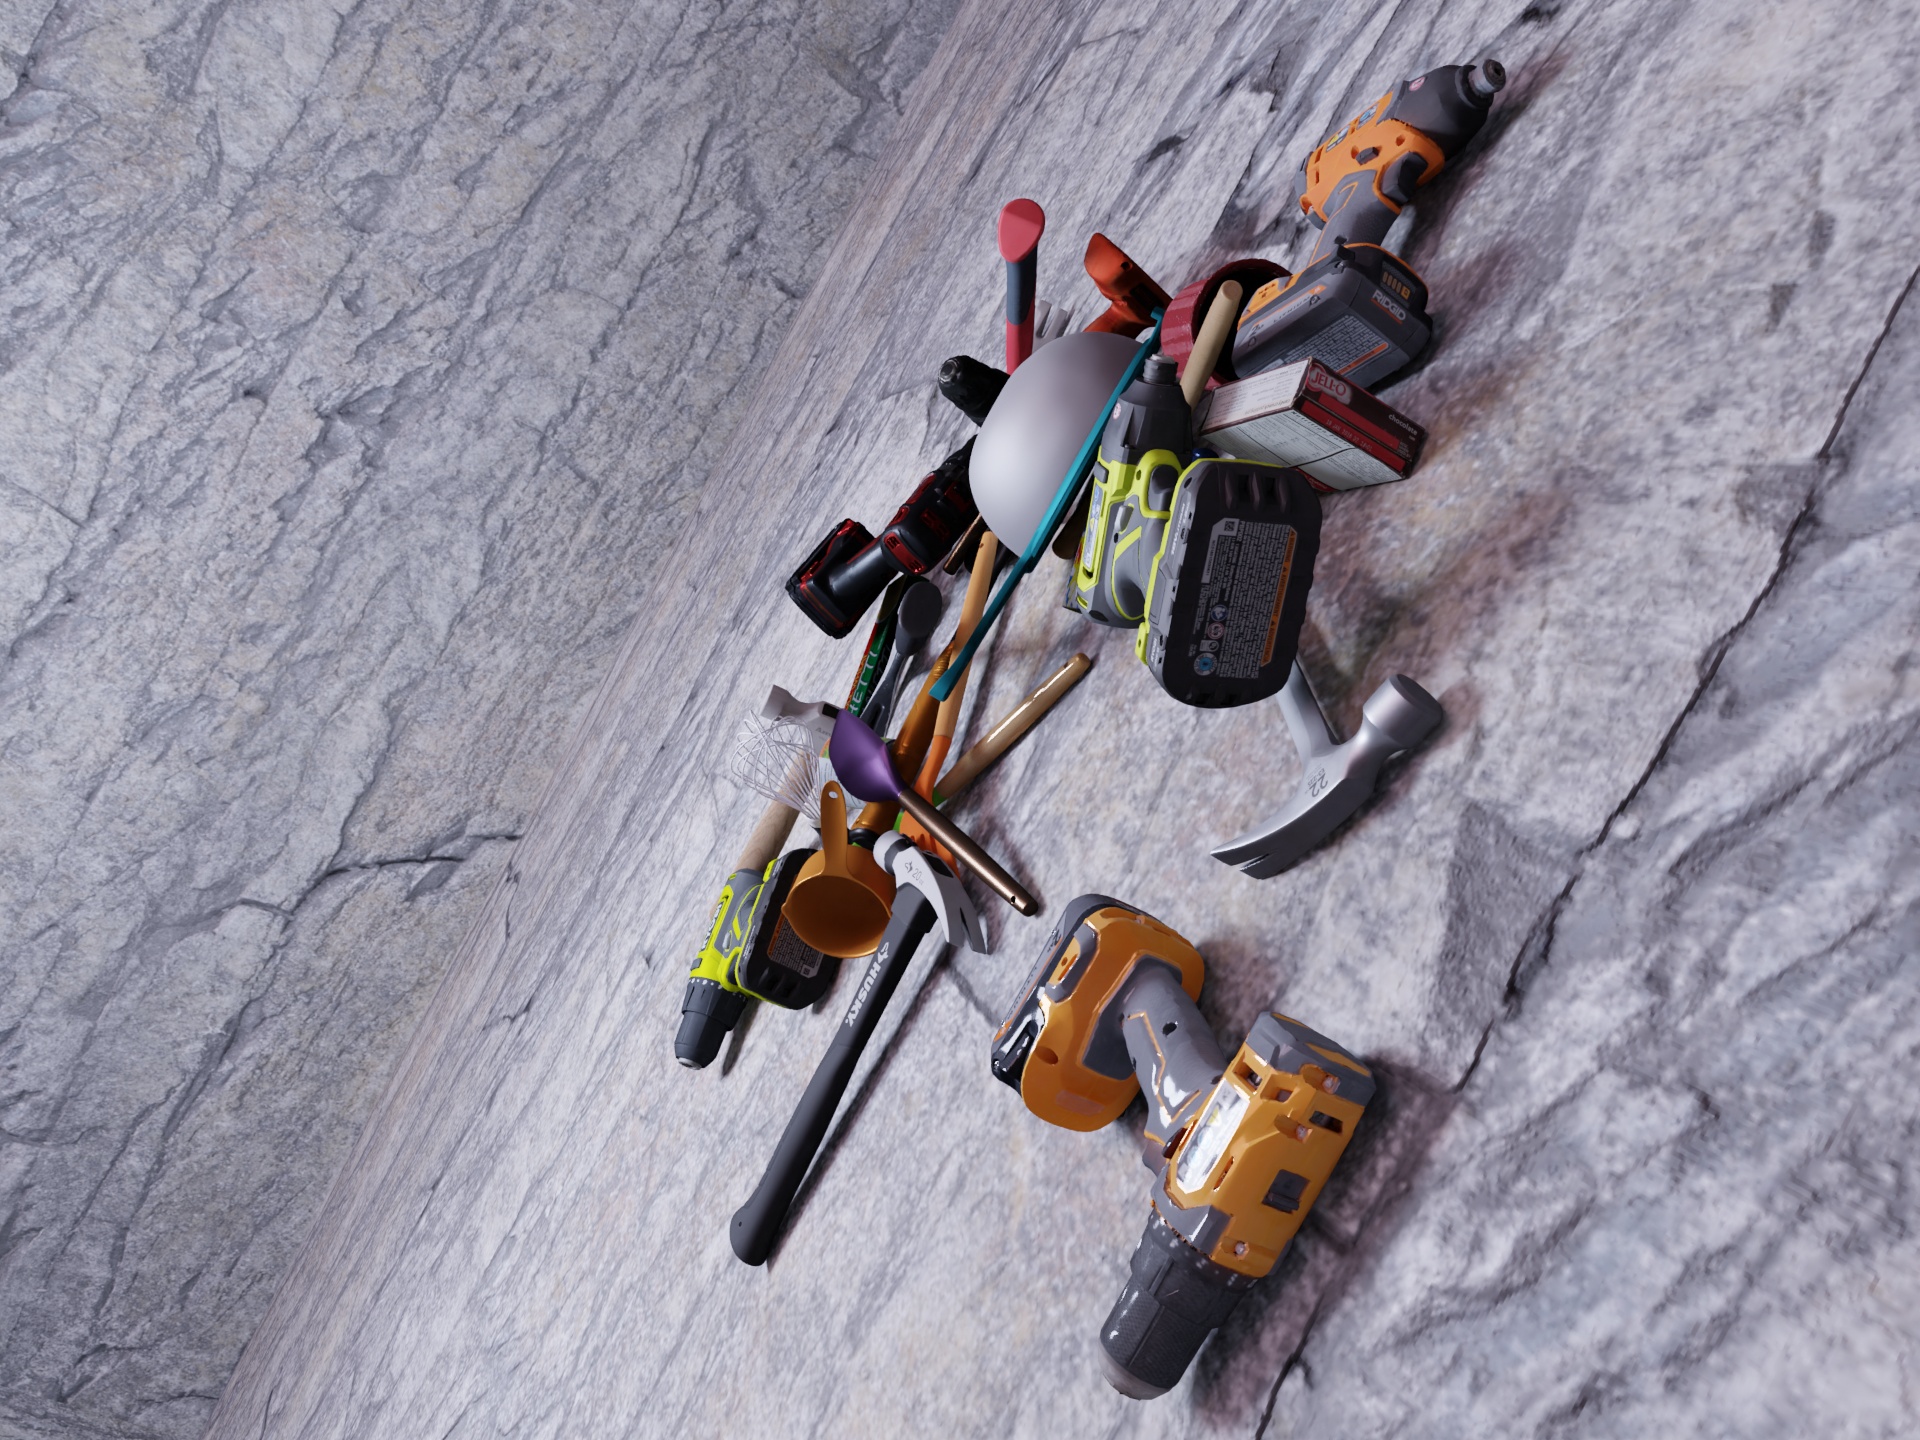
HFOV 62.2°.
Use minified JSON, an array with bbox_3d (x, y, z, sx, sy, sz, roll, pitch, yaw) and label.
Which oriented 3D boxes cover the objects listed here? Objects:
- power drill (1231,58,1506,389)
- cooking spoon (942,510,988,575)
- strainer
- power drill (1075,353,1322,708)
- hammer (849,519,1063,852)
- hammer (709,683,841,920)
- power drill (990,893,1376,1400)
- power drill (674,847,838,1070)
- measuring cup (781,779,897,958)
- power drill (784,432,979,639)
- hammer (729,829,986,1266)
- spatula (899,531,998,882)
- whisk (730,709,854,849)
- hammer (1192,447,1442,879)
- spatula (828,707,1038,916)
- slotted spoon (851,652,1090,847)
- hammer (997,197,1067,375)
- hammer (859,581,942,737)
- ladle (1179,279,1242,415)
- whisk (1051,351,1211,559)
[{"bbox_3d":[0.270,-0.322,1.030,0.164,0.084,0.227,-26,37,57],"label":"power drill"},{"bbox_3d":[0.074,-0.270,1.509,0.319,0.017,0.069,-55,17,17],"label":"cooking spoon"},{"bbox_3d":[0.036,-0.176,1.249,0.340,0.095,0.211,-59,-1,-15],"label":"strainer"},{"bbox_3d":[0.129,-0.114,0.939,0.223,0.080,0.171,-116,32,-64],"label":"power drill"},{"bbox_3d":[-0.011,-0.038,1.348,0.127,0.034,0.337,-29,32,58],"label":"hammer"},{"bbox_3d":[-0.174,0.101,1.525,0.031,0.130,0.331,-78,15,-47],"label":"hammer"},{"bbox_3d":[0.093,0.203,0.793,0.185,0.084,0.226,-62,25,5],"label":"power drill"},{"bbox_3d":[-0.185,0.214,1.433,0.228,0.080,0.191,-32,35,58],"label":"power drill"},{"bbox_3d":[-0.092,0.107,1.259,0.052,0.095,0.173,-70,-17,-56],"label":"measuring cup"},{"bbox_3d":[-0.053,-0.185,1.537,0.226,0.080,0.188,-27,22,50],"label":"power drill"},{"bbox_3d":[-0.087,0.255,1.182,0.146,0.035,0.335,35,100,57],"label":"hammer"},{"bbox_3d":[-0.002,-0.004,1.266,0.081,0.041,0.323,-16,55,52],"label":"spatula"},{"bbox_3d":[-0.127,0.064,1.320,0.284,0.070,0.070,68,-140,-65],"label":"whisk"},{"bbox_3d":[0.178,-0.064,0.981,0.144,0.035,0.406,-52,23,25],"label":"hammer"},{"bbox_3d":[-0.030,0.071,1.203,0.316,0.018,0.059,37,115,52],"label":"spatula"},{"bbox_3d":[0.001,0.044,1.276,0.313,0.031,0.070,-44,27,35],"label":"slotted spoon"},{"bbox_3d":[0.061,-0.383,1.435,0.143,0.038,0.386,-64,-5,-7],"label":"hammer"},{"bbox_3d":[-0.048,-0.062,1.352,0.409,0.036,0.149,143,149,-84],"label":"hammer"},{"bbox_3d":[0.145,-0.228,1.083,0.078,0.062,0.320,-61,-4,-9],"label":"ladle"},{"bbox_3d":[0.143,-0.226,1.260,0.245,0.051,0.047,-55,27,27],"label":"whisk"}]
